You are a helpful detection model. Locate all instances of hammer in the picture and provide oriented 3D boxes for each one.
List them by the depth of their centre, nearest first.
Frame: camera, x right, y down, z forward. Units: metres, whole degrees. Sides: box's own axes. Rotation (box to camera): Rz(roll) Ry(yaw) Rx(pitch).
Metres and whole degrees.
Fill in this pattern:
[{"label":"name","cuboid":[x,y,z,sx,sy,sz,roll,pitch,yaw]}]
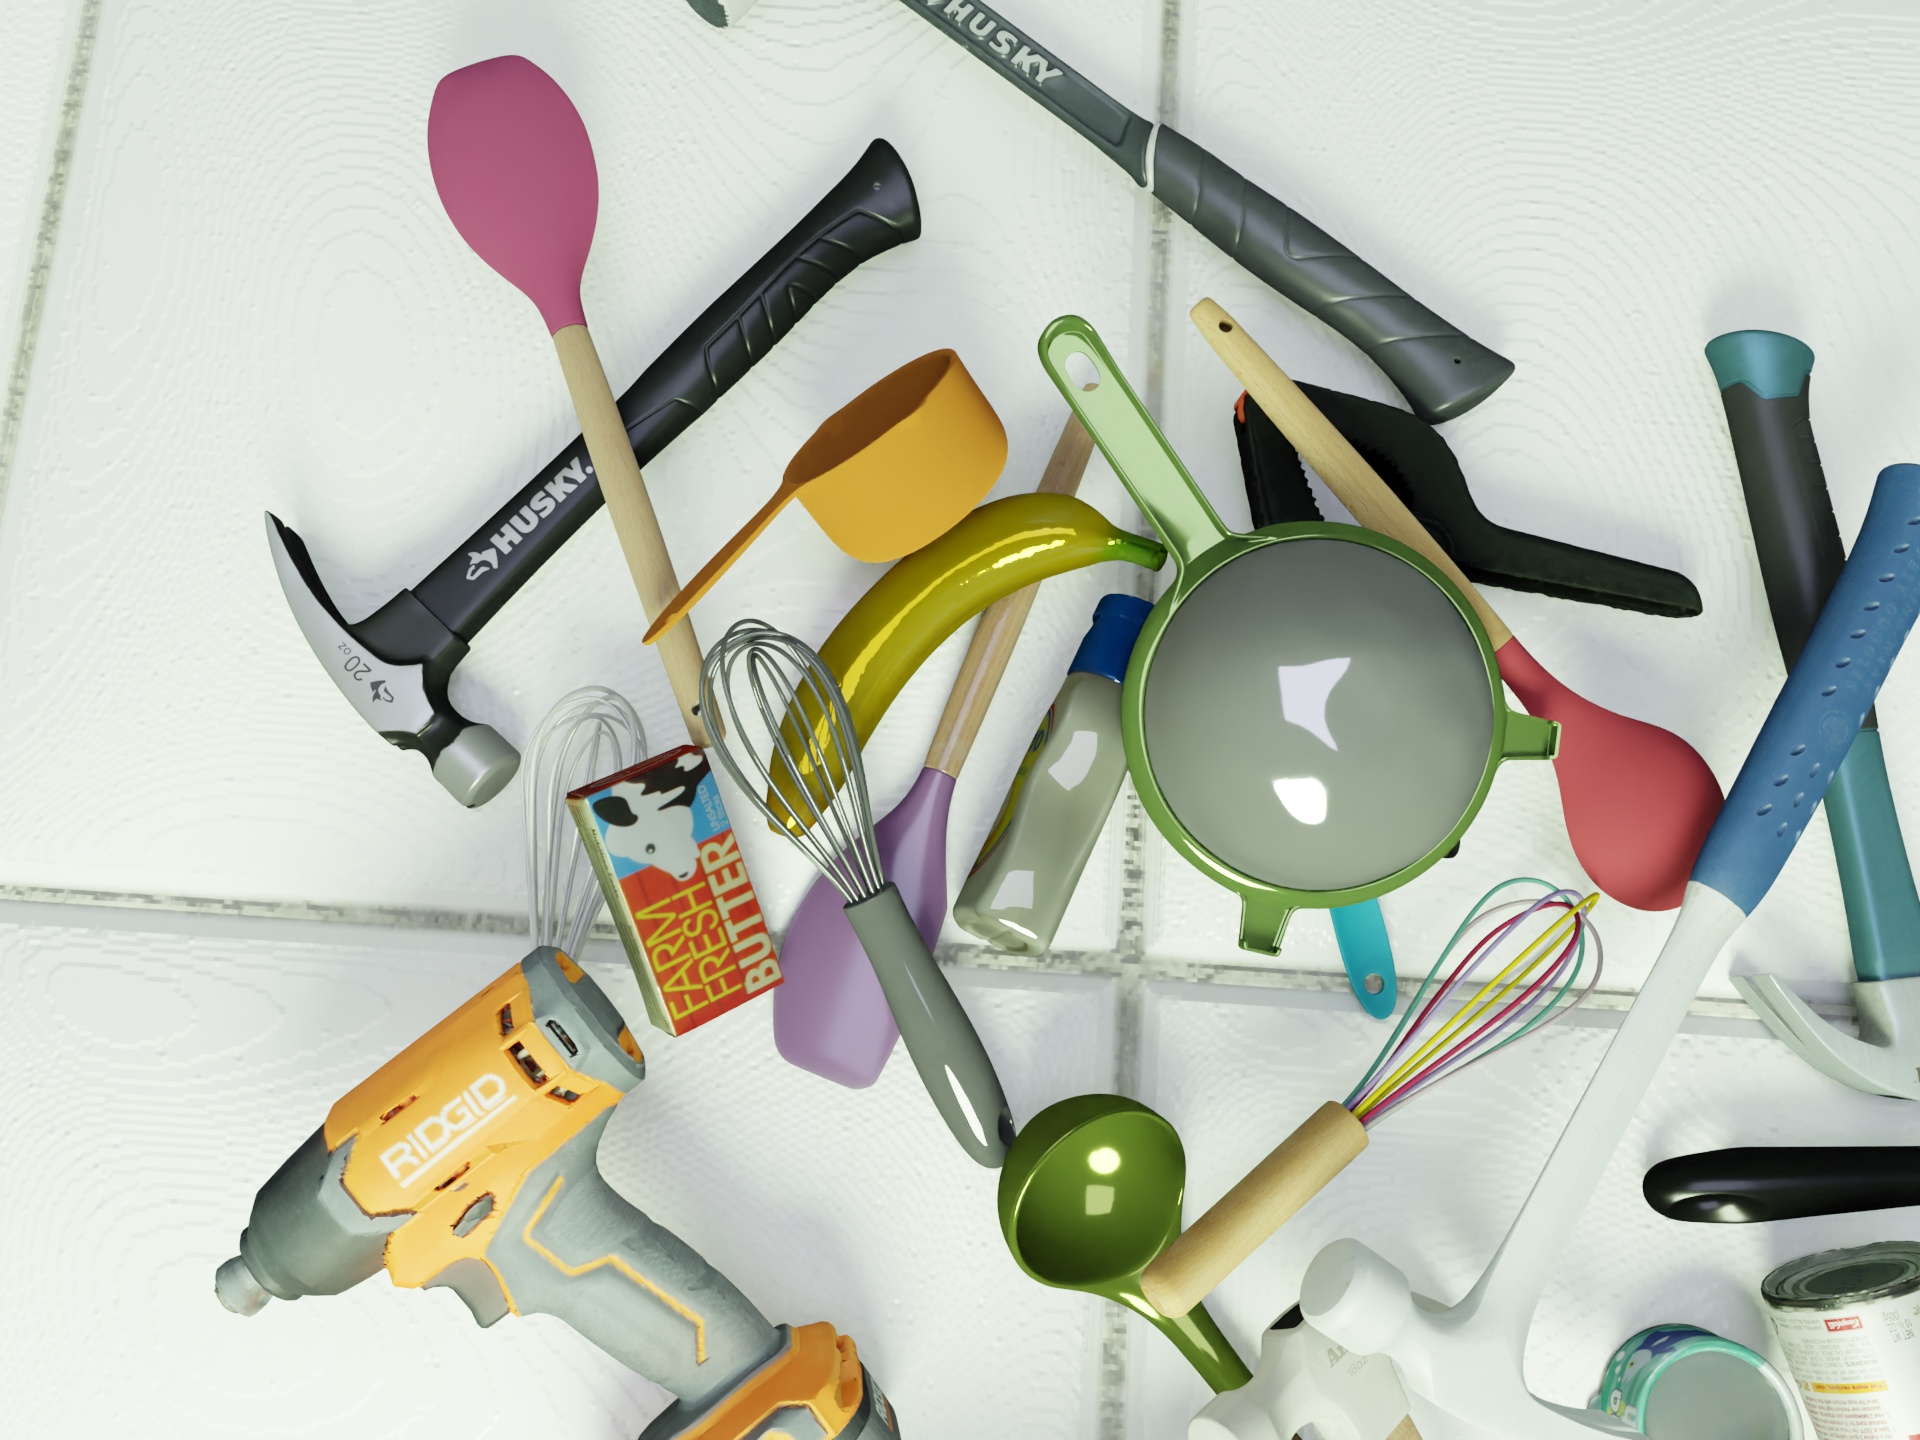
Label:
[{"label":"hammer","cuboid":[0.208,0.357,0.572,0.130,0.031,0.331,-28,87,-37]},{"label":"hammer","cuboid":[0.284,0.080,0.600,0.144,0.035,0.405,35,79,-11]},{"label":"hammer","cuboid":[0.368,-0.008,0.666,0.128,0.033,0.331,-6,78,-3]},{"label":"hammer","cuboid":[-0.142,-0.130,0.683,0.146,0.035,0.335,42,81,7]},{"label":"hammer","cuboid":[0.073,-0.267,0.714,0.409,0.036,0.149,38,79,6]}]

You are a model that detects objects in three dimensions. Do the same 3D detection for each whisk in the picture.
[{"label":"whisk","cuboid":[0.161,0.137,0.602,0.245,0.047,0.051,-35,92,-20]},{"label":"whisk","cuboid":[0.417,0.175,0.617,0.296,0.073,0.073,-4,79,4]},{"label":"whisk","cuboid":[-0.035,0.070,0.618,0.055,0.055,0.239,-27,96,-6]},{"label":"whisk","cuboid":[-0.163,0.107,0.632,0.058,0.059,0.246,3,80,37]}]

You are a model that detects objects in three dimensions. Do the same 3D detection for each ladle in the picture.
[{"label":"ladle","cuboid":[0.125,0.277,0.594,0.078,0.062,0.320,-37,84,-10]},{"label":"ladle","cuboid":[0.200,-0.050,0.640,0.069,0.031,0.315,-41,88,-9]}]

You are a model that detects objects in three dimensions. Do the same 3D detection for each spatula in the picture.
[{"label":"spatula","cuboid":[-0.001,-0.002,0.667,0.060,0.018,0.316,22,80,7]}]

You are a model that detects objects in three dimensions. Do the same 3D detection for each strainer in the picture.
[{"label":"strainer","cuboid":[0.109,-0.046,0.588,0.151,0.069,0.256,-34,92,-3]}]

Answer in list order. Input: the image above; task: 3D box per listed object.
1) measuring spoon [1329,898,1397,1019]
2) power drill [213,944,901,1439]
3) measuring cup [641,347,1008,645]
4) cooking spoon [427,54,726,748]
[{"label":"measuring spoon","cuboid":[0.156,0.061,0.661,0.042,0.021,0.128,-15,88,-3]},{"label":"power drill","cuboid":[-0.144,0.217,0.571,0.164,0.084,0.226,-37,92,-7]},{"label":"measuring cup","cuboid":[-0.051,-0.076,0.642,0.173,0.095,0.052,-47,114,-13]},{"label":"cooking spoon","cuboid":[-0.153,-0.137,0.656,0.069,0.017,0.319,-20,80,-5]}]
